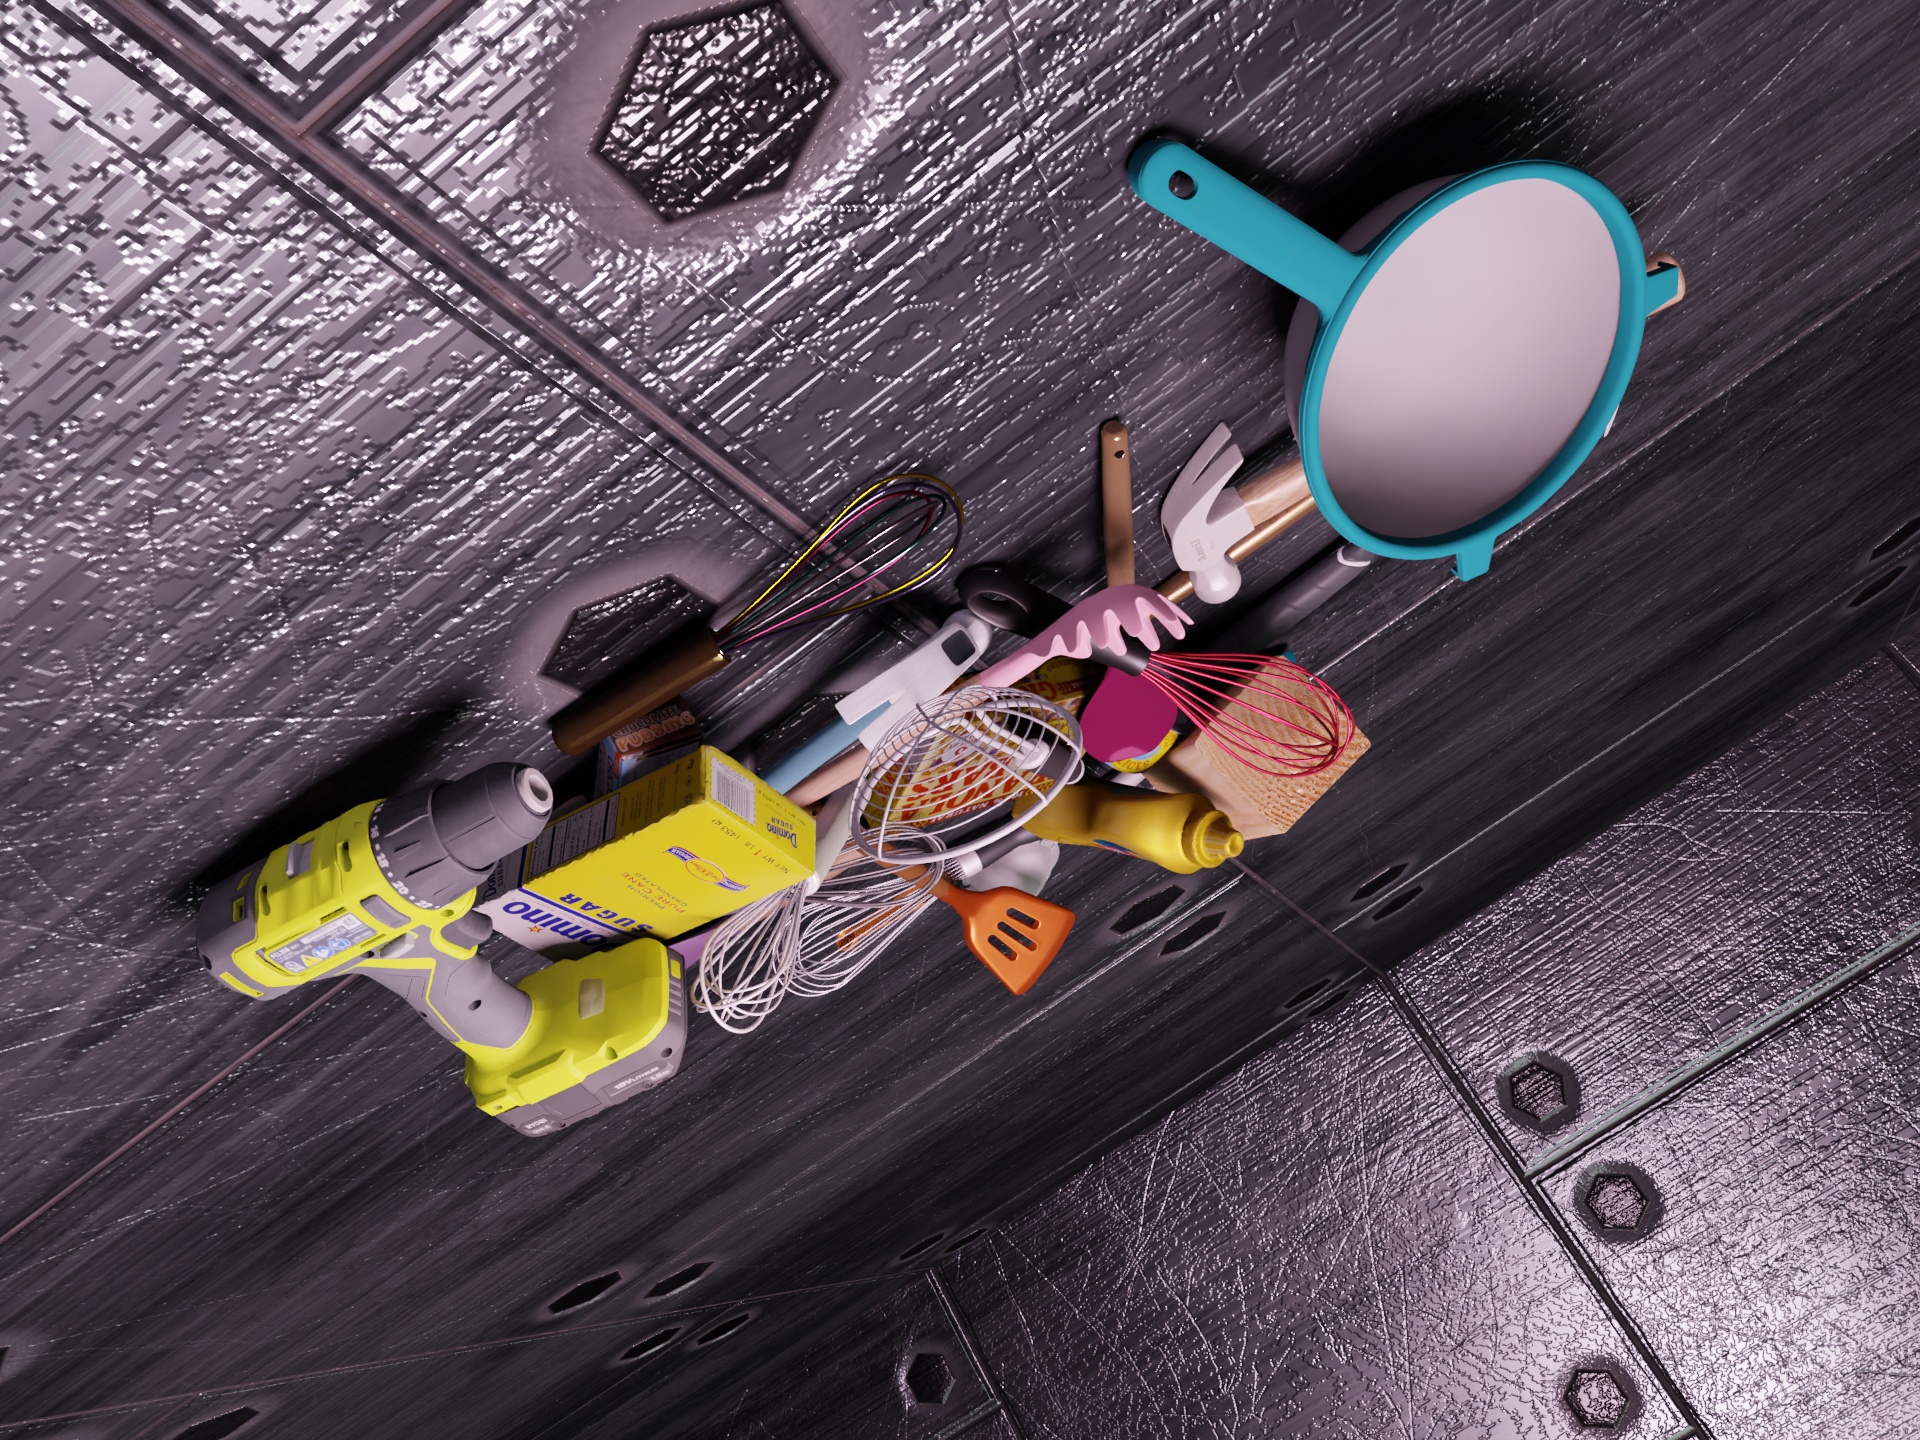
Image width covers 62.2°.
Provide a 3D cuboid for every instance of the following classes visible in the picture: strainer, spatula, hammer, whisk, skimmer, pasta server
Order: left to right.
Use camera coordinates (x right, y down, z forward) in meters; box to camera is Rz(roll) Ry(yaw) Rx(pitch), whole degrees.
[{"bbox_3d":[-0.107,-0.053,0.814,0.245,0.051,0.047,-30,135,8],"label":"whisk"},{"bbox_3d":[-0.124,0.046,0.947,0.331,0.033,0.128,-36,-175,20],"label":"hammer"},{"bbox_3d":[-0.141,0.131,1.144,0.316,0.018,0.059,-31,155,1],"label":"spatula"},{"bbox_3d":[-0.125,0.111,1.042,0.239,0.055,0.055,-11,153,-4],"label":"whisk"},{"bbox_3d":[-0.101,0.100,0.962,0.058,0.059,0.246,-19,-159,26],"label":"whisk"},{"bbox_3d":[-0.023,0.126,1.234,0.284,0.070,0.070,-29,156,-18],"label":"whisk"},{"bbox_3d":[-0.020,0.118,1.156,0.081,0.041,0.322,-55,140,-2],"label":"spatula"},{"bbox_3d":[-0.002,-0.003,0.950,0.316,0.040,0.060,-30,164,31],"label":"pasta server"},{"bbox_3d":[0.036,0.041,0.927,0.127,0.090,0.363,-21,168,12],"label":"skimmer"},{"bbox_3d":[0.094,0.085,1.308,0.258,0.050,0.086,-42,140,14],"label":"strainer"},{"bbox_3d":[0.126,-0.032,0.977,0.295,0.073,0.073,21,130,-25],"label":"whisk"},{"bbox_3d":[0.245,-0.152,1.022,0.317,0.044,0.082,-35,132,13],"label":"spatula"},{"bbox_3d":[0.198,-0.215,0.808,0.340,0.095,0.211,18,111,-34],"label":"strainer"},{"bbox_3d":[0.299,-0.130,1.142,0.409,0.036,0.149,-38,156,15],"label":"hammer"},{"bbox_3d":[0.272,-0.185,0.951,0.331,0.031,0.129,-28,148,9],"label":"hammer"}]

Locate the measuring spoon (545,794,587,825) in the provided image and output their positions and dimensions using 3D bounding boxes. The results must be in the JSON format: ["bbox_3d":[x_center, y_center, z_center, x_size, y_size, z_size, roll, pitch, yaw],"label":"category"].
[{"bbox_3d":[-0.253,0.087,0.926,0.124,0.018,0.034,-44,153,24],"label":"measuring spoon"}]

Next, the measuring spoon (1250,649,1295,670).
[{"bbox_3d":[0.238,-0.034,1.223,0.042,0.021,0.128,-34,173,16],"label":"measuring spoon"}]

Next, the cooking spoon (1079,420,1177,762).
[{"bbox_3d":[0.100,-0.066,0.985,0.069,0.017,0.318,-13,144,-2],"label":"cooking spoon"}]

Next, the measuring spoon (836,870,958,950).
[{"bbox_3d":[-0.050,0.154,1.278,0.117,0.021,0.011,-32,135,11],"label":"measuring spoon"}]

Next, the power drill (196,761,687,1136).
[{"bbox_3d":[-0.243,0.118,0.826,0.190,0.080,0.228,-26,134,15],"label":"power drill"}]
